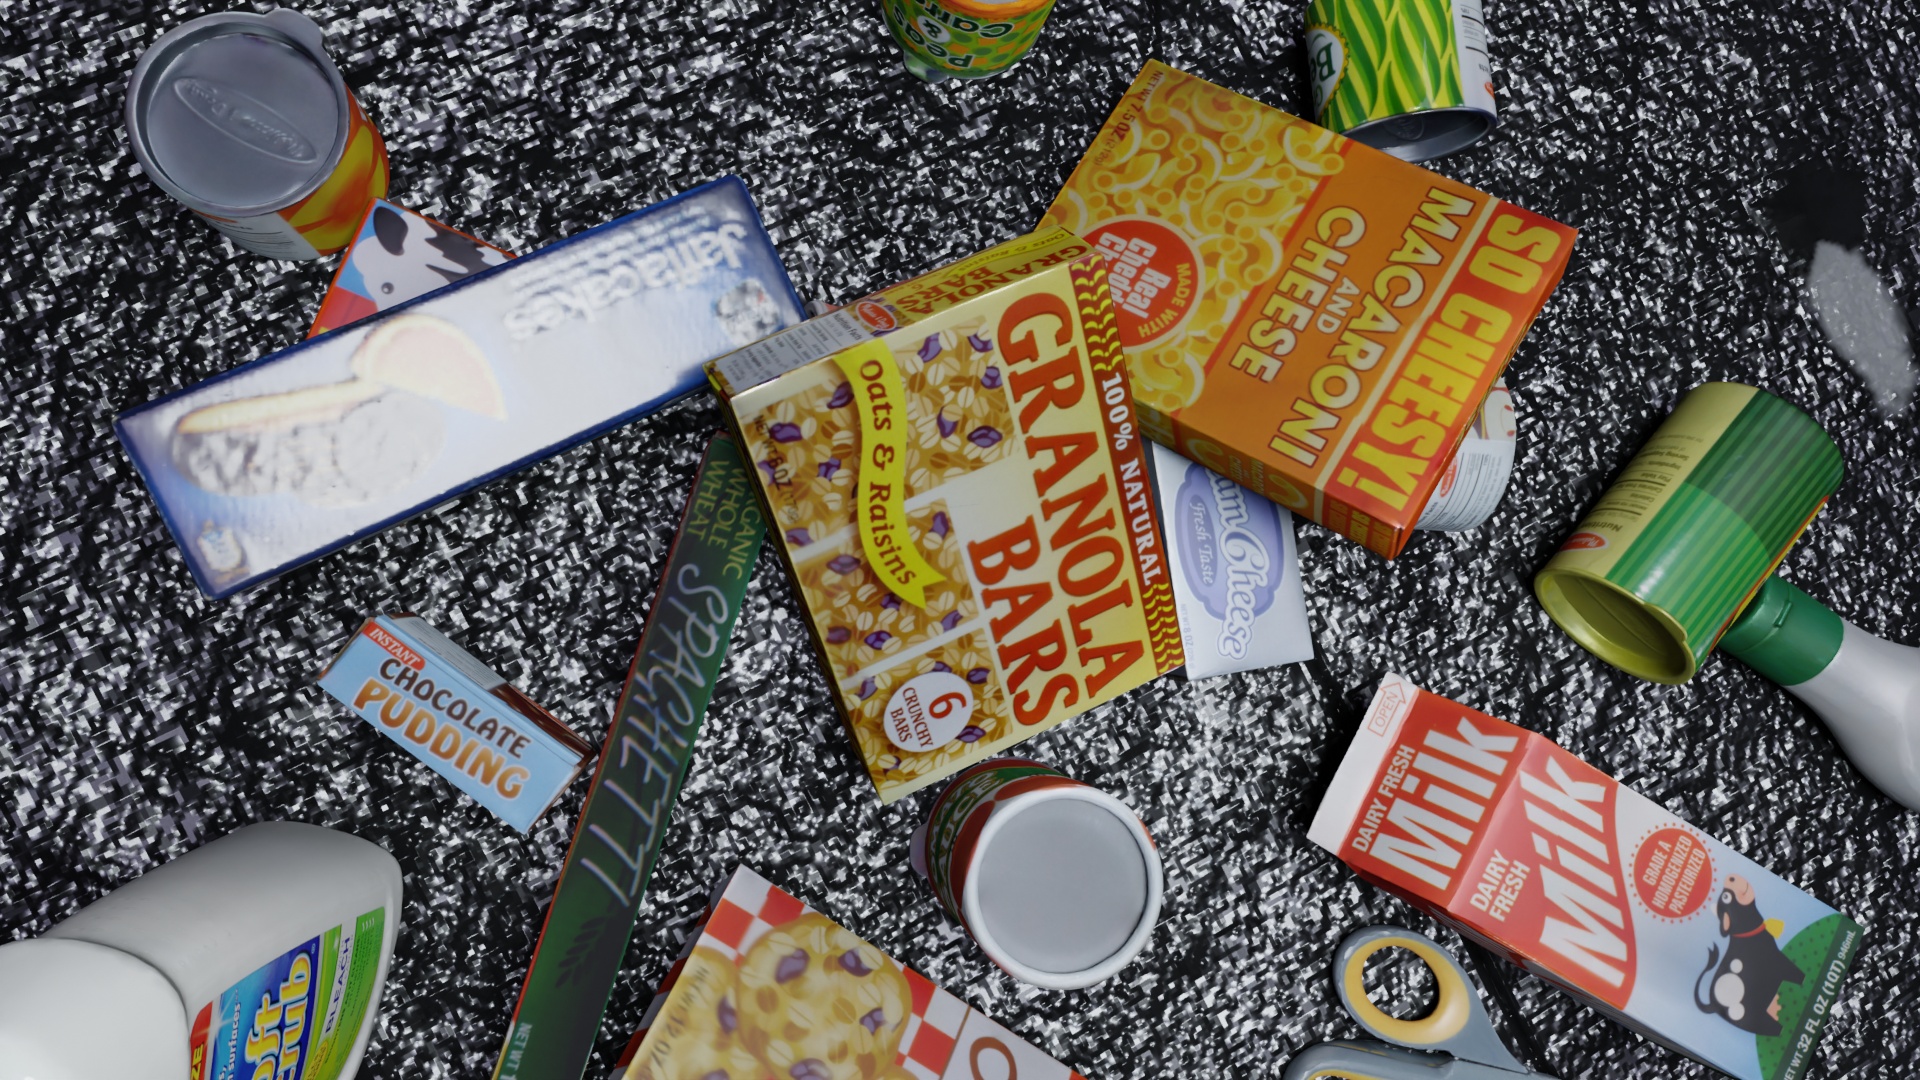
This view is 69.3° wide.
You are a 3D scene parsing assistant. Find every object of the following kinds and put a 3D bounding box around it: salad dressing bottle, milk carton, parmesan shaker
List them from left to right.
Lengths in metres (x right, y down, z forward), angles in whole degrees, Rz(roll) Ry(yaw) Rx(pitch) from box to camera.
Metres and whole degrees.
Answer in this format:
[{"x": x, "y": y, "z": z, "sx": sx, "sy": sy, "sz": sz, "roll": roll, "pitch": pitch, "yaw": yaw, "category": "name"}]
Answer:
[{"x": 0.223, "y": 0.125, "z": 0.518, "sx": 0.190, "sy": 0.073, "sz": 0.072, "roll": 29, "pitch": 82, "yaw": -7, "category": "milk carton"}, {"x": 0.284, "y": -0.004, "z": 0.539, "sx": 0.071, "sy": 0.071, "sz": 0.103, "roll": 44, "pitch": 80, "yaw": -5, "category": "parmesan shaker"}, {"x": 0.373, "y": 0.062, "z": 0.566, "sx": 0.147, "sy": 0.044, "sz": 0.064, "roll": 32, "pitch": 83, "yaw": -6, "category": "salad dressing bottle"}]

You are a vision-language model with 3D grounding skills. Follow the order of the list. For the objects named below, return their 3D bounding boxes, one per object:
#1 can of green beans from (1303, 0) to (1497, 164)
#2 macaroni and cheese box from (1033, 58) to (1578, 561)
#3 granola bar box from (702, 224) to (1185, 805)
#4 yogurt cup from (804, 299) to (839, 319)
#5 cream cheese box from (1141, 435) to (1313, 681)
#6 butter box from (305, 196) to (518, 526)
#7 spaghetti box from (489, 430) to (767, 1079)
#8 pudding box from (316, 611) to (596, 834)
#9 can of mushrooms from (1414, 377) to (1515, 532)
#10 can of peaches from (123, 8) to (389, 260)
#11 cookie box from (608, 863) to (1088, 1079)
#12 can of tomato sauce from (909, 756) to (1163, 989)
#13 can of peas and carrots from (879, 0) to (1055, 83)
[{"x": 0.168, "y": -0.181, "z": 0.534, "sx": 0.071, "sy": 0.071, "sz": 0.058, "roll": -5, "pitch": 87, "yaw": -10, "category": "can of green beans"}, {"x": 0.109, "y": -0.086, "z": 0.495, "sx": 0.167, "sy": 0.040, "sz": 0.124, "roll": 30, "pitch": 81, "yaw": 21, "category": "macaroni and cheese box"}, {"x": 0.002, "y": -0.006, "z": 0.465, "sx": 0.124, "sy": 0.039, "sz": 0.164, "roll": -24, "pitch": 123, "yaw": -11, "category": "granola bar box"}, {"x": -0.030, "y": -0.048, "z": 0.491, "sx": 0.054, "sy": 0.072, "sz": 0.072, "roll": 3, "pitch": 86, "yaw": -18, "category": "yogurt cup"}, {"x": 0.099, "y": -0.002, "z": 0.530, "sx": 0.053, "sy": 0.024, "sz": 0.104, "roll": -8, "pitch": 88, "yaw": -12, "category": "cream cheese box"}, {"x": -0.197, "y": -0.061, "z": 0.480, "sx": 0.053, "sy": 0.024, "sz": 0.103, "roll": 23, "pitch": 82, "yaw": -9, "category": "butter box"}, {"x": -0.111, "y": 0.084, "z": 0.473, "sx": 0.029, "sy": 0.050, "sz": 0.250, "roll": 19, "pitch": 83, "yaw": -10, "category": "spaghetti box"}, {"x": -0.166, "y": 0.059, "z": 0.465, "sx": 0.083, "sy": 0.049, "sz": 0.030, "roll": 38, "pitch": 83, "yaw": -6, "category": "pudding box"}, {"x": 0.178, "y": -0.038, "z": 0.527, "sx": 0.033, "sy": 0.071, "sz": 0.071, "roll": 3, "pitch": 86, "yaw": -10, "category": "can of mushrooms"}, {"x": -0.229, "y": -0.134, "z": 0.463, "sx": 0.071, "sy": 0.058, "sz": 0.071, "roll": 1, "pitch": 85, "yaw": -10, "category": "can of peaches"}, {"x": -0.036, "y": 0.206, "z": 0.456, "sx": 0.167, "sy": 0.040, "sz": 0.123, "roll": 34, "pitch": 50, "yaw": -6, "category": "cookie box"}, {"x": 0.024, "y": 0.111, "z": 0.478, "sx": 0.071, "sy": 0.083, "sz": 0.071, "roll": 1, "pitch": 86, "yaw": -11, "category": "can of tomato sauce"}, {"x": 0.004, "y": -0.210, "z": 0.510, "sx": 0.071, "sy": 0.058, "sz": 0.071, "roll": 1, "pitch": 86, "yaw": -10, "category": "can of peas and carrots"}]
